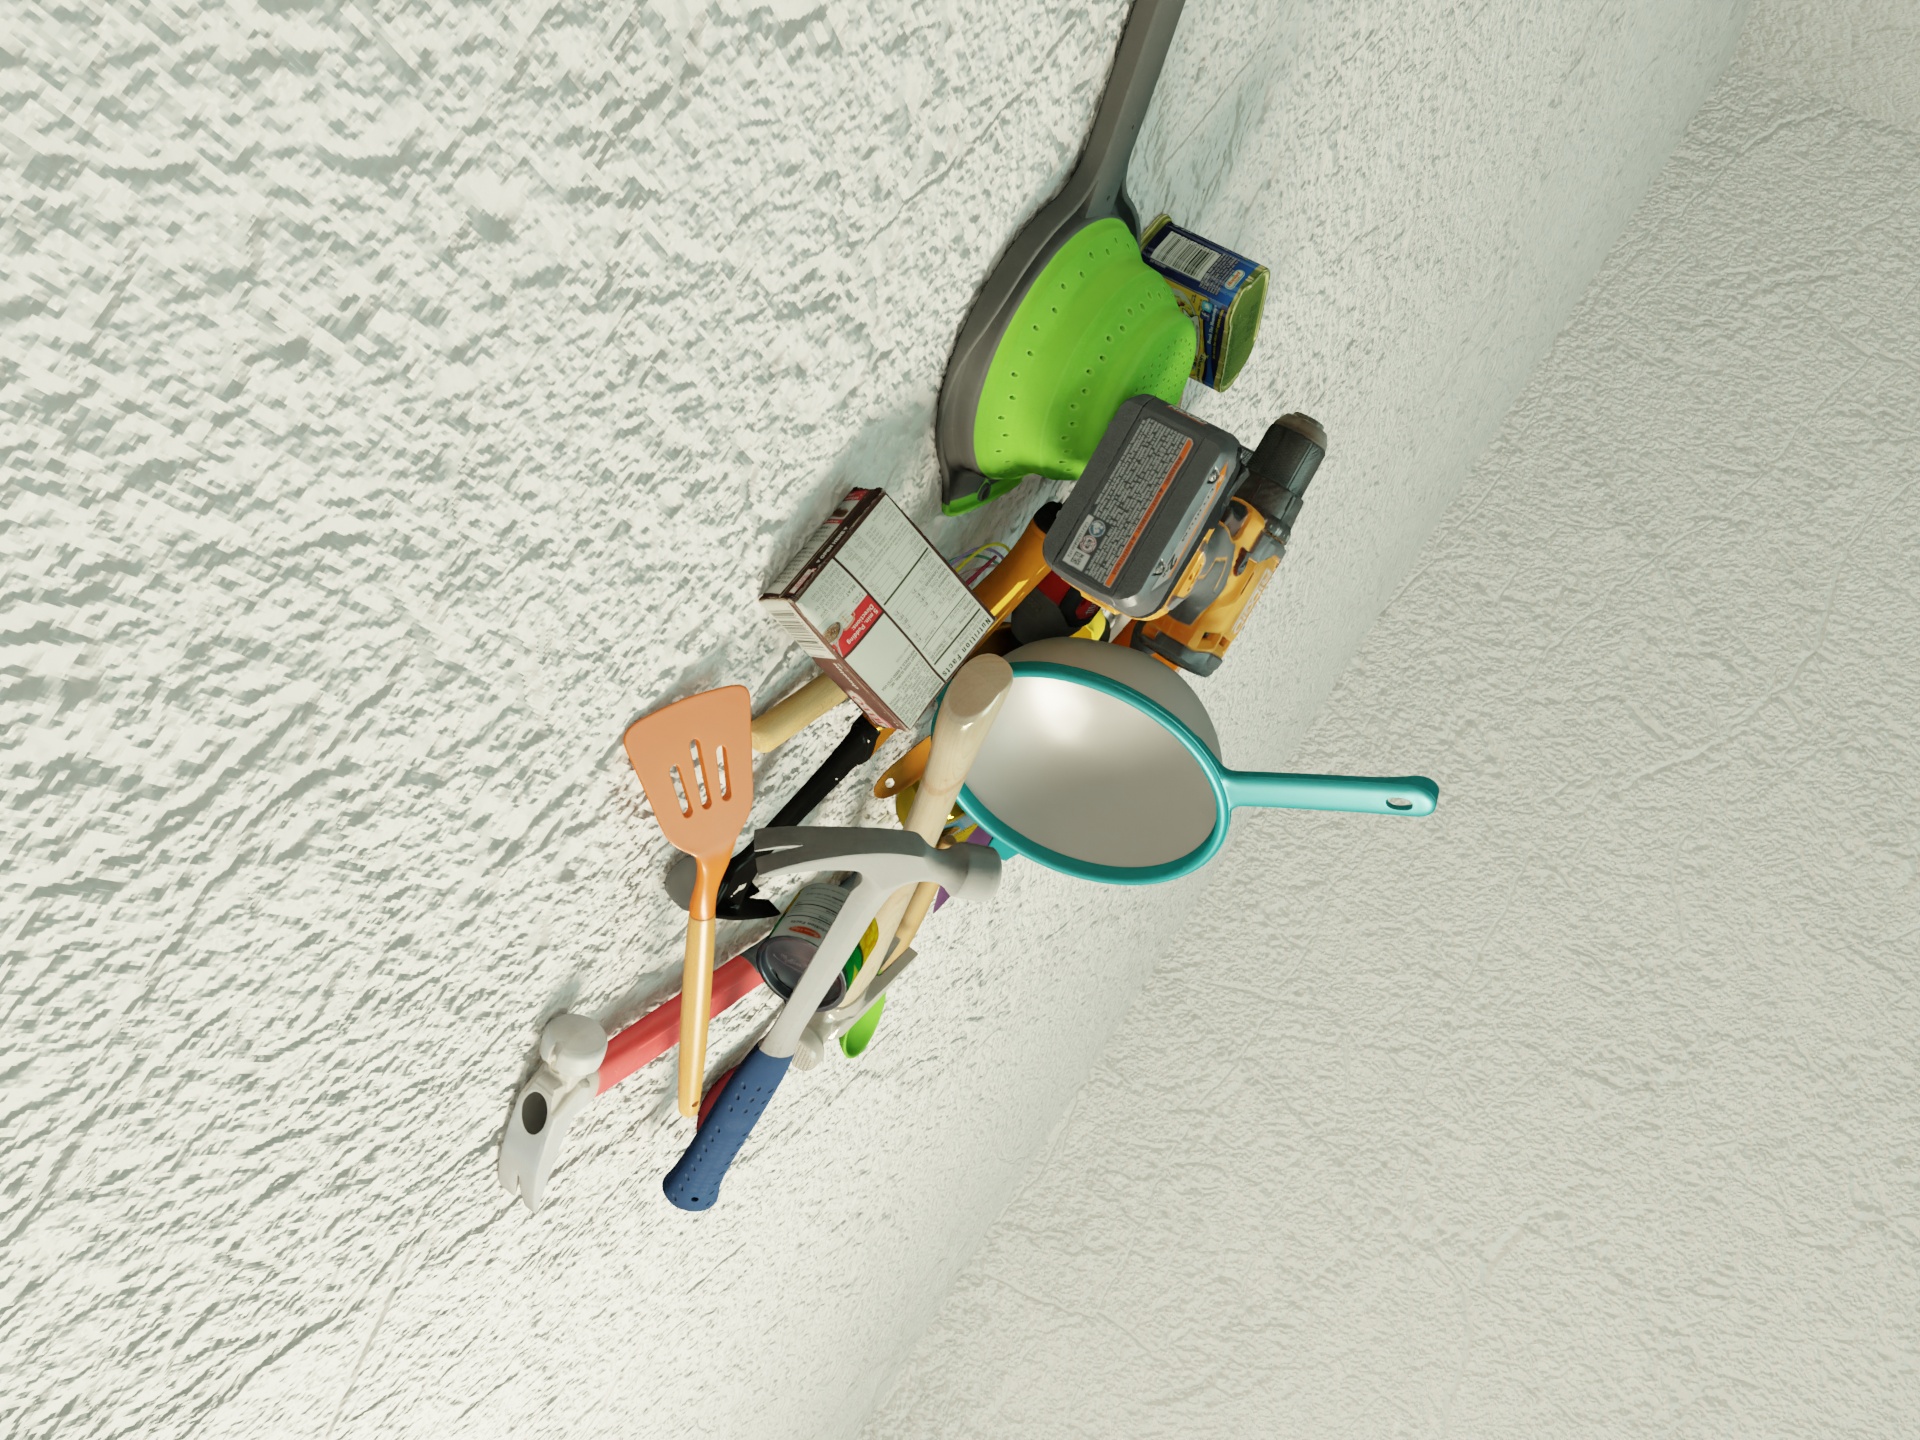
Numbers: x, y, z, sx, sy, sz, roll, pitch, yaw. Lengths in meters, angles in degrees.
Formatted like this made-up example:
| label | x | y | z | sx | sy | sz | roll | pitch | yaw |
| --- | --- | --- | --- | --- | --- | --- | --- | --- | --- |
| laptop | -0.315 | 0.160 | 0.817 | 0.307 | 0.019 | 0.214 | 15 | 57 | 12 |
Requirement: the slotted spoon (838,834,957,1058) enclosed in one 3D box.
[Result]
| label | x | y | z | sx | sy | sz | roll | pitch | yaw |
| --- | --- | --- | --- | --- | --- | --- | --- | --- | --- |
| slotted spoon | -0.054 | 0.193 | 1.349 | 0.070 | 0.031 | 0.313 | -47 | 167 | -44 |

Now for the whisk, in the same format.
| label | x | y | z | sx | sy | sz | roll | pitch | yaw |
| --- | --- | --- | --- | --- | --- | --- | --- | --- | --- |
| whisk | -0.045 | -0.051 | 1.013 | 0.245 | 0.051 | 0.047 | -37 | 168 | -36 |

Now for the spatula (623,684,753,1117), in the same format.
| label | x | y | z | sx | sy | sz | roll | pitch | yaw |
| --- | --- | --- | --- | --- | --- | --- | --- | --- | --- |
| spatula | -0.158 | 0.123 | 0.936 | 0.081 | 0.041 | 0.322 | -24 | 140 | -37 |

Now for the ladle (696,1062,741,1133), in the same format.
| label | x | y | z | sx | sy | sz | roll | pitch | yaw |
| --- | --- | --- | --- | --- | --- | --- | --- | --- | --- |
| ladle | -0.117 | 0.217 | 1.288 | 0.315 | 0.031 | 0.069 | -51 | 162 | -26 |

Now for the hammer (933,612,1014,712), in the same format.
| label | x | y | z | sx | sy | sz | roll | pitch | yaw |
| --- | --- | --- | --- | --- | --- | --- | --- | --- | --- |
| hammer | 0.047 | 0.002 | 1.356 | 0.128 | 0.033 | 0.330 | -53 | 162 | -12 |

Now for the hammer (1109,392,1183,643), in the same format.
| label | x | y | z | sx | sy | sz | roll | pitch | yaw |
| --- | --- | --- | --- | --- | --- | --- | --- | --- | --- |
| hammer | 0.165 | -0.177 | 1.373 | 0.130 | 0.031 | 0.331 | -50 | 160 | -22 |

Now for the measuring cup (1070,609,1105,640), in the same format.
| label | x | y | z | sx | sy | sz | roll | pitch | yaw |
| --- | --- | --- | --- | --- | --- | --- | --- | --- | --- |
| measuring cup | 0.113 | -0.053 | 1.318 | 0.029 | 0.062 | 0.156 | -55 | 132 | -22 |

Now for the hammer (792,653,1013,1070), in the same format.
| label | x | y | z | sx | sy | sz | roll | pitch | yaw |
| --- | --- | --- | --- | --- | --- | --- | --- | --- | --- |
| hammer | -0.033 | 0.097 | 1.121 | 0.146 | 0.038 | 0.410 | -42 | 163 | -42 |

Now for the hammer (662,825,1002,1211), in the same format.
| label | x | y | z | sx | sy | sz | roll | pitch | yaw |
| --- | --- | --- | --- | --- | --- | --- | --- | --- | --- |
| hammer | -0.121 | 0.204 | 1.033 | 0.035 | 0.144 | 0.405 | -102 | -148 | -44 |

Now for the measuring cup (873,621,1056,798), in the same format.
| label | x | y | z | sx | sy | sz | roll | pitch | yaw |
| --- | --- | --- | --- | --- | --- | --- | --- | --- | --- |
| measuring cup | -0.002 | -0.004 | 1.163 | 0.173 | 0.095 | 0.052 | -39 | -161 | -10 |

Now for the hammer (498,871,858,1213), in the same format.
| label | x | y | z | sx | sy | sz | roll | pitch | yaw |
| --- | --- | --- | --- | --- | --- | --- | --- | --- | --- |
| hammer | -0.164 | 0.194 | 1.104 | 0.386 | 0.038 | 0.143 | -29 | 147 | -57 |

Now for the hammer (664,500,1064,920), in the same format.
| label | x | y | z | sx | sy | sz | roll | pitch | yaw |
| --- | --- | --- | --- | --- | --- | --- | --- | --- | --- |
| hammer | -0.043 | -0.003 | 0.999 | 0.337 | 0.034 | 0.127 | -47 | 163 | 4 |

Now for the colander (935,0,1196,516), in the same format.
| label | x | y | z | sx | sy | sz | roll | pitch | yaw |
| --- | --- | --- | --- | --- | --- | --- | --- | --- | --- |
| colander | 0.104 | -0.280 | 0.937 | 0.204 | 0.094 | 0.396 | -34 | 151 | -52 |

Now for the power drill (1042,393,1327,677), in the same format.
| label | x | y | z | sx | sy | sz | roll | pitch | yaw |
| --- | --- | --- | --- | --- | --- | --- | --- | --- | --- |
| power drill | 0.154 | -0.130 | 0.991 | 0.185 | 0.084 | 0.226 | -60 | 154 | 6 |

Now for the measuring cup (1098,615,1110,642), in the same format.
| label | x | y | z | sx | sy | sz | roll | pitch | yaw |
| --- | --- | --- | --- | --- | --- | --- | --- | --- | --- |
| measuring cup | 0.115 | -0.099 | 1.356 | 0.083 | 0.038 | 0.167 | -32 | 151 | -54 |

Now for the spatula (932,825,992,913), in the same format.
| label | x | y | z | sx | sy | sz | roll | pitch | yaw |
| --- | --- | --- | --- | --- | --- | --- | --- | --- | --- |
| spatula | 0.054 | 0.054 | 1.266 | 0.316 | 0.018 | 0.059 | -45 | 156 | -52 |

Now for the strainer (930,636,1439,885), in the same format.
| label | x | y | z | sx | sy | sz | roll | pitch | yaw |
| --- | --- | --- | --- | --- | --- | --- | --- | --- | --- |
| strainer | 0.149 | 0.014 | 1.059 | 0.095 | 0.340 | 0.210 | -63 | 144 | -38 |

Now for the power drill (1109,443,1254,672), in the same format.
| label | x | y | z | sx | sy | sz | roll | pitch | yaw |
| --- | --- | --- | --- | --- | --- | --- | --- | --- | --- |
| power drill | 0.193 | -0.126 | 1.351 | 0.164 | 0.084 | 0.226 | -46 | 161 | -45 |

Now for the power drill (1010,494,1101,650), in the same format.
| label | x | y | z | sx | sy | sz | roll | pitch | yaw |
| --- | --- | --- | --- | --- | --- | --- | --- | --- | --- |
| power drill | 0.126 | -0.115 | 1.139 | 0.219 | 0.079 | 0.143 | -18 | 149 | -47 |
